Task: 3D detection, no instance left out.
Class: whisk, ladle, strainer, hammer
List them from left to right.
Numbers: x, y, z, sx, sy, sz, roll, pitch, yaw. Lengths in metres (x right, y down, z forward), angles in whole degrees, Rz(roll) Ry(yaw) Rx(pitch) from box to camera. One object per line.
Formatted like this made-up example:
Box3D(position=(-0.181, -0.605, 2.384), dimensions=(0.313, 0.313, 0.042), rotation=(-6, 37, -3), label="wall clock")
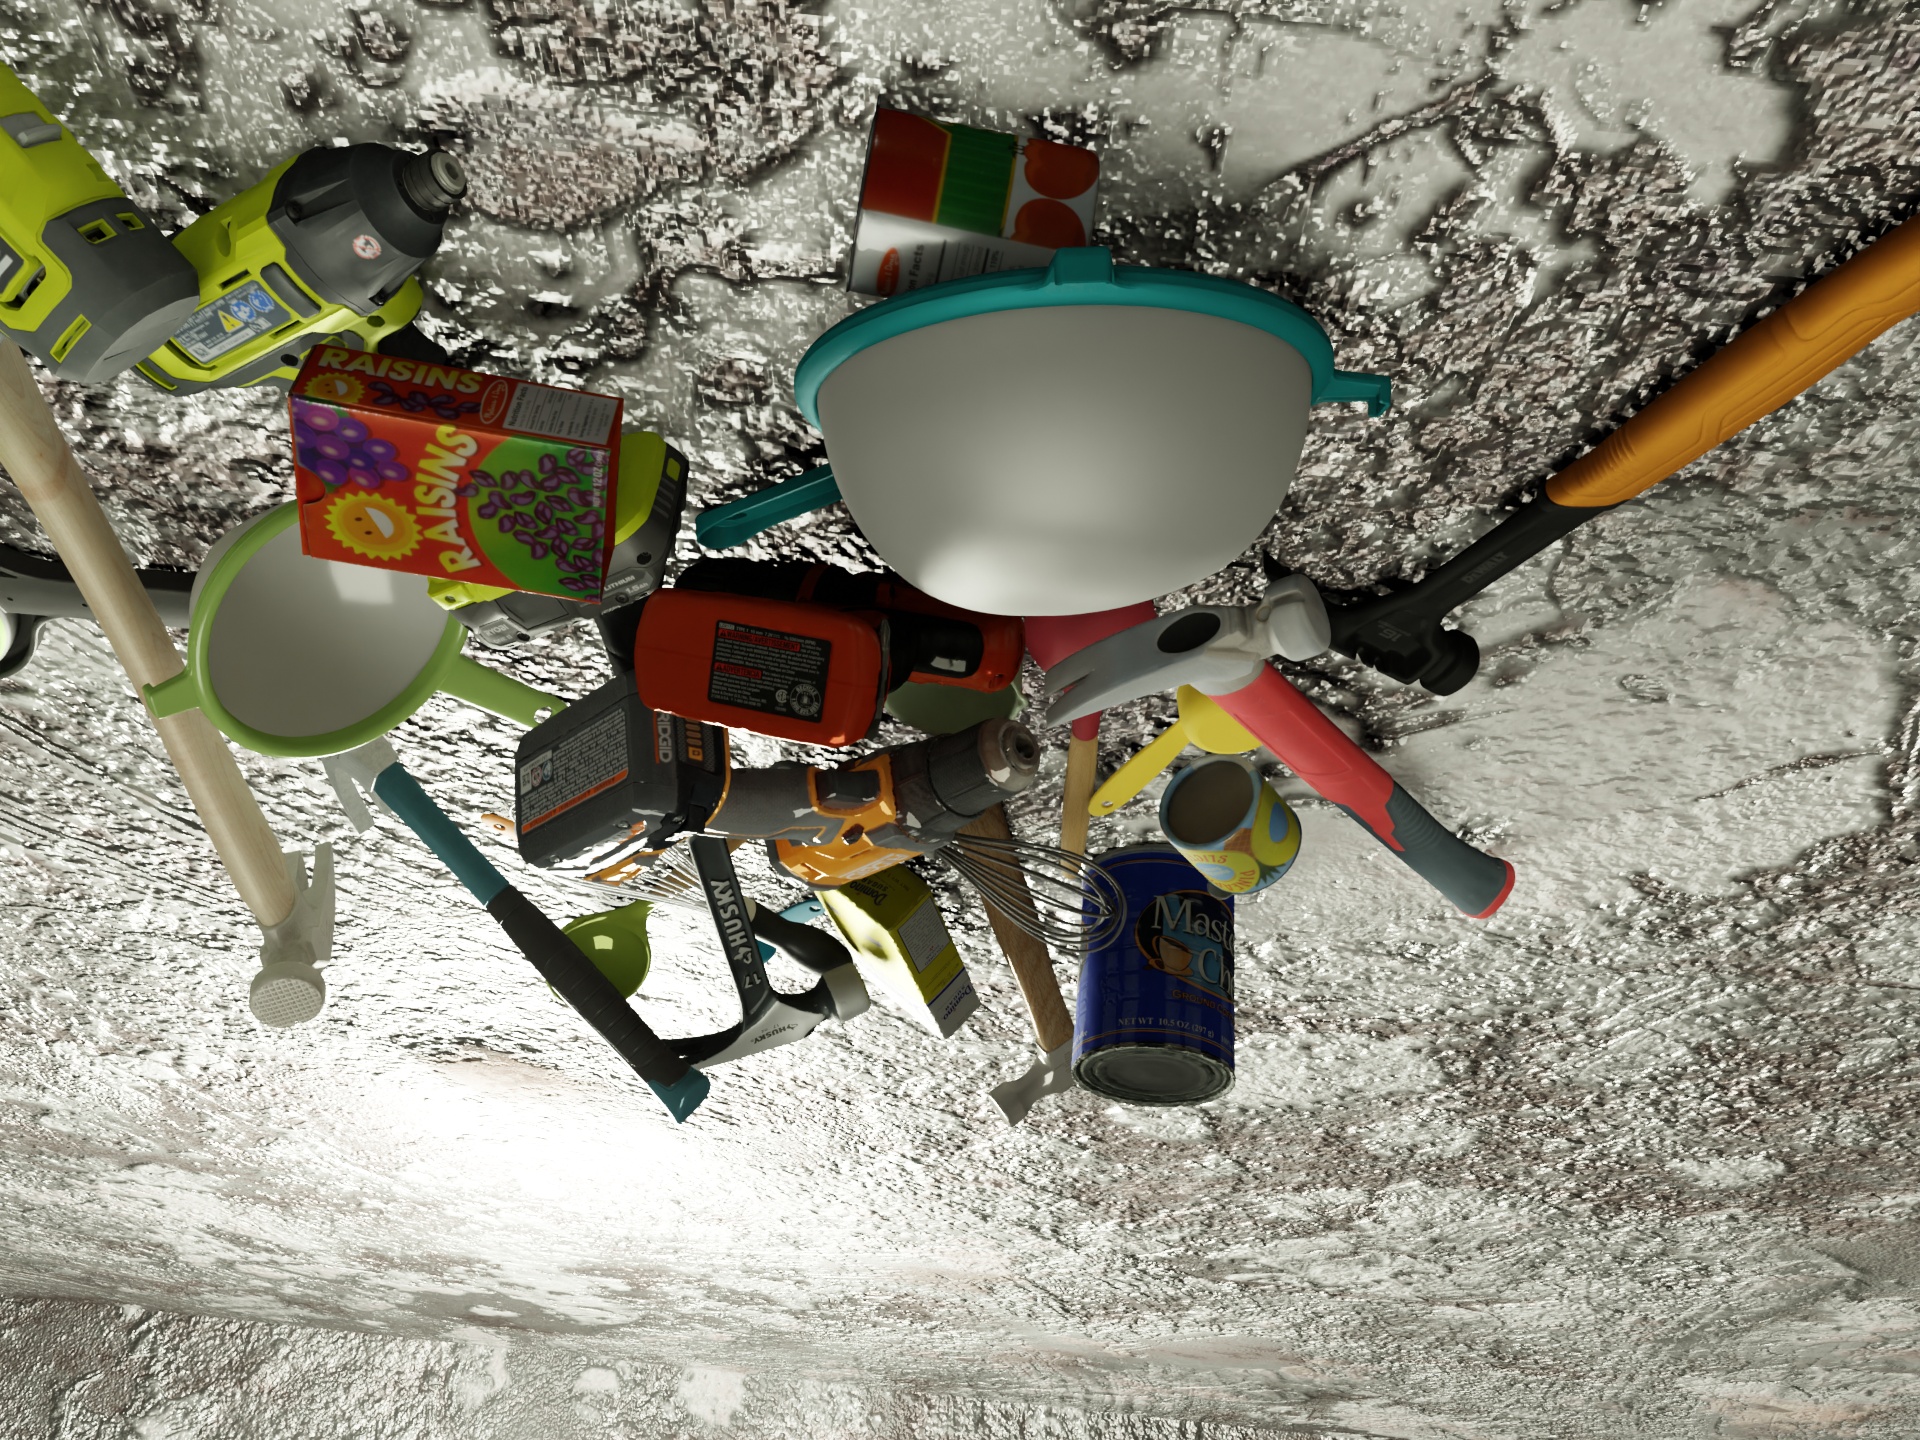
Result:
Box3D(position=(-0.409, -0.035, 0.805), dimensions=(0.038, 0.146, 0.410), rotation=(-16, 125, -8), label="hammer")
Box3D(position=(-0.307, -0.046, 0.851), dimensions=(0.069, 0.151, 0.256), rotation=(33, 180, 29), label="strainer")
Box3D(position=(-0.273, 0.117, 0.971), dimensions=(0.331, 0.033, 0.128), rotation=(47, 144, 0), label="hammer")
Box3D(position=(-0.198, 0.122, 1.097), dimensions=(0.078, 0.062, 0.320), rotation=(24, 140, -27), label="ladle")
Box3D(position=(-0.156, 0.068, 0.935), dimensions=(0.149, 0.036, 0.408), rotation=(-21, 133, -13), label="hammer")
Box3D(position=(-0.167, 0.110, 1.022), dimensions=(0.070, 0.070, 0.284), rotation=(-21, 140, 35), label="whisk")
Box3D(position=(-0.013, 0.075, 0.944), dimensions=(0.239, 0.055, 0.055), rotation=(22, 151, 18), label="whisk")
Box3D(position=(-0.004, -0.083, 0.667), dimensions=(0.340, 0.095, 0.210), rotation=(-12, 167, 44), label="strainer")
Box3D(position=(0.046, 0.153, 1.080), dimensions=(0.130, 0.031, 0.331), rotation=(-33, 137, -14), label="hammer")
Box3D(position=(0.069, 0.018, 0.920), dimensions=(0.069, 0.031, 0.315), rotation=(1, 148, 2), label="ladle")
Box3D(position=(0.202, 0.039, 0.871), dimensions=(0.143, 0.038, 0.385), rotation=(-19, 146, 30), label="hammer")
Box3D(position=(0.278, -0.114, 0.675), dimensions=(0.127, 0.034, 0.337), rotation=(21, 144, -23), label="hammer")

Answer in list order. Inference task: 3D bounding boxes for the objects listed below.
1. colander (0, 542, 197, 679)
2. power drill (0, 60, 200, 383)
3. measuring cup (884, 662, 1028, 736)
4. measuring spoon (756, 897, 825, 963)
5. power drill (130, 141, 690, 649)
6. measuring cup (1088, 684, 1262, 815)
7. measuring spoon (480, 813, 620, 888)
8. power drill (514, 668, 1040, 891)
Box3D(position=(-0.544, -0.046, 0.864), dimensions=(0.397, 0.095, 0.204), rotation=(5, 147, 2), label="colander")
Box3D(position=(-0.425, -0.173, 0.609), dimensions=(0.228, 0.080, 0.190), rotation=(-34, 106, 28), label="power drill")
Box3D(position=(-0.001, -0.003, 0.890), dimensions=(0.083, 0.038, 0.167), rotation=(3, 149, 5), label="measuring cup")
Box3D(position=(-0.134, 0.158, 1.167), dimensions=(0.042, 0.021, 0.128), rotation=(26, 143, -27), label="measuring spoon")
Box3D(position=(-0.225, -0.138, 0.689), dimensions=(0.171, 0.080, 0.223), rotation=(-17, 138, 24), label="power drill")
Box3D(position=(0.121, 0.022, 0.894), dimensions=(0.062, 0.029, 0.156), rotation=(21, 136, -25), label="measuring cup")
Box3D(position=(-0.284, 0.093, 1.105), dimensions=(0.021, 0.011, 0.116), rotation=(-23, 137, 37), label="measuring spoon")
Box3D(position=(-0.087, 0.033, 0.814), dimensions=(0.226, 0.084, 0.185), rotation=(12, 153, -43), label="power drill")
